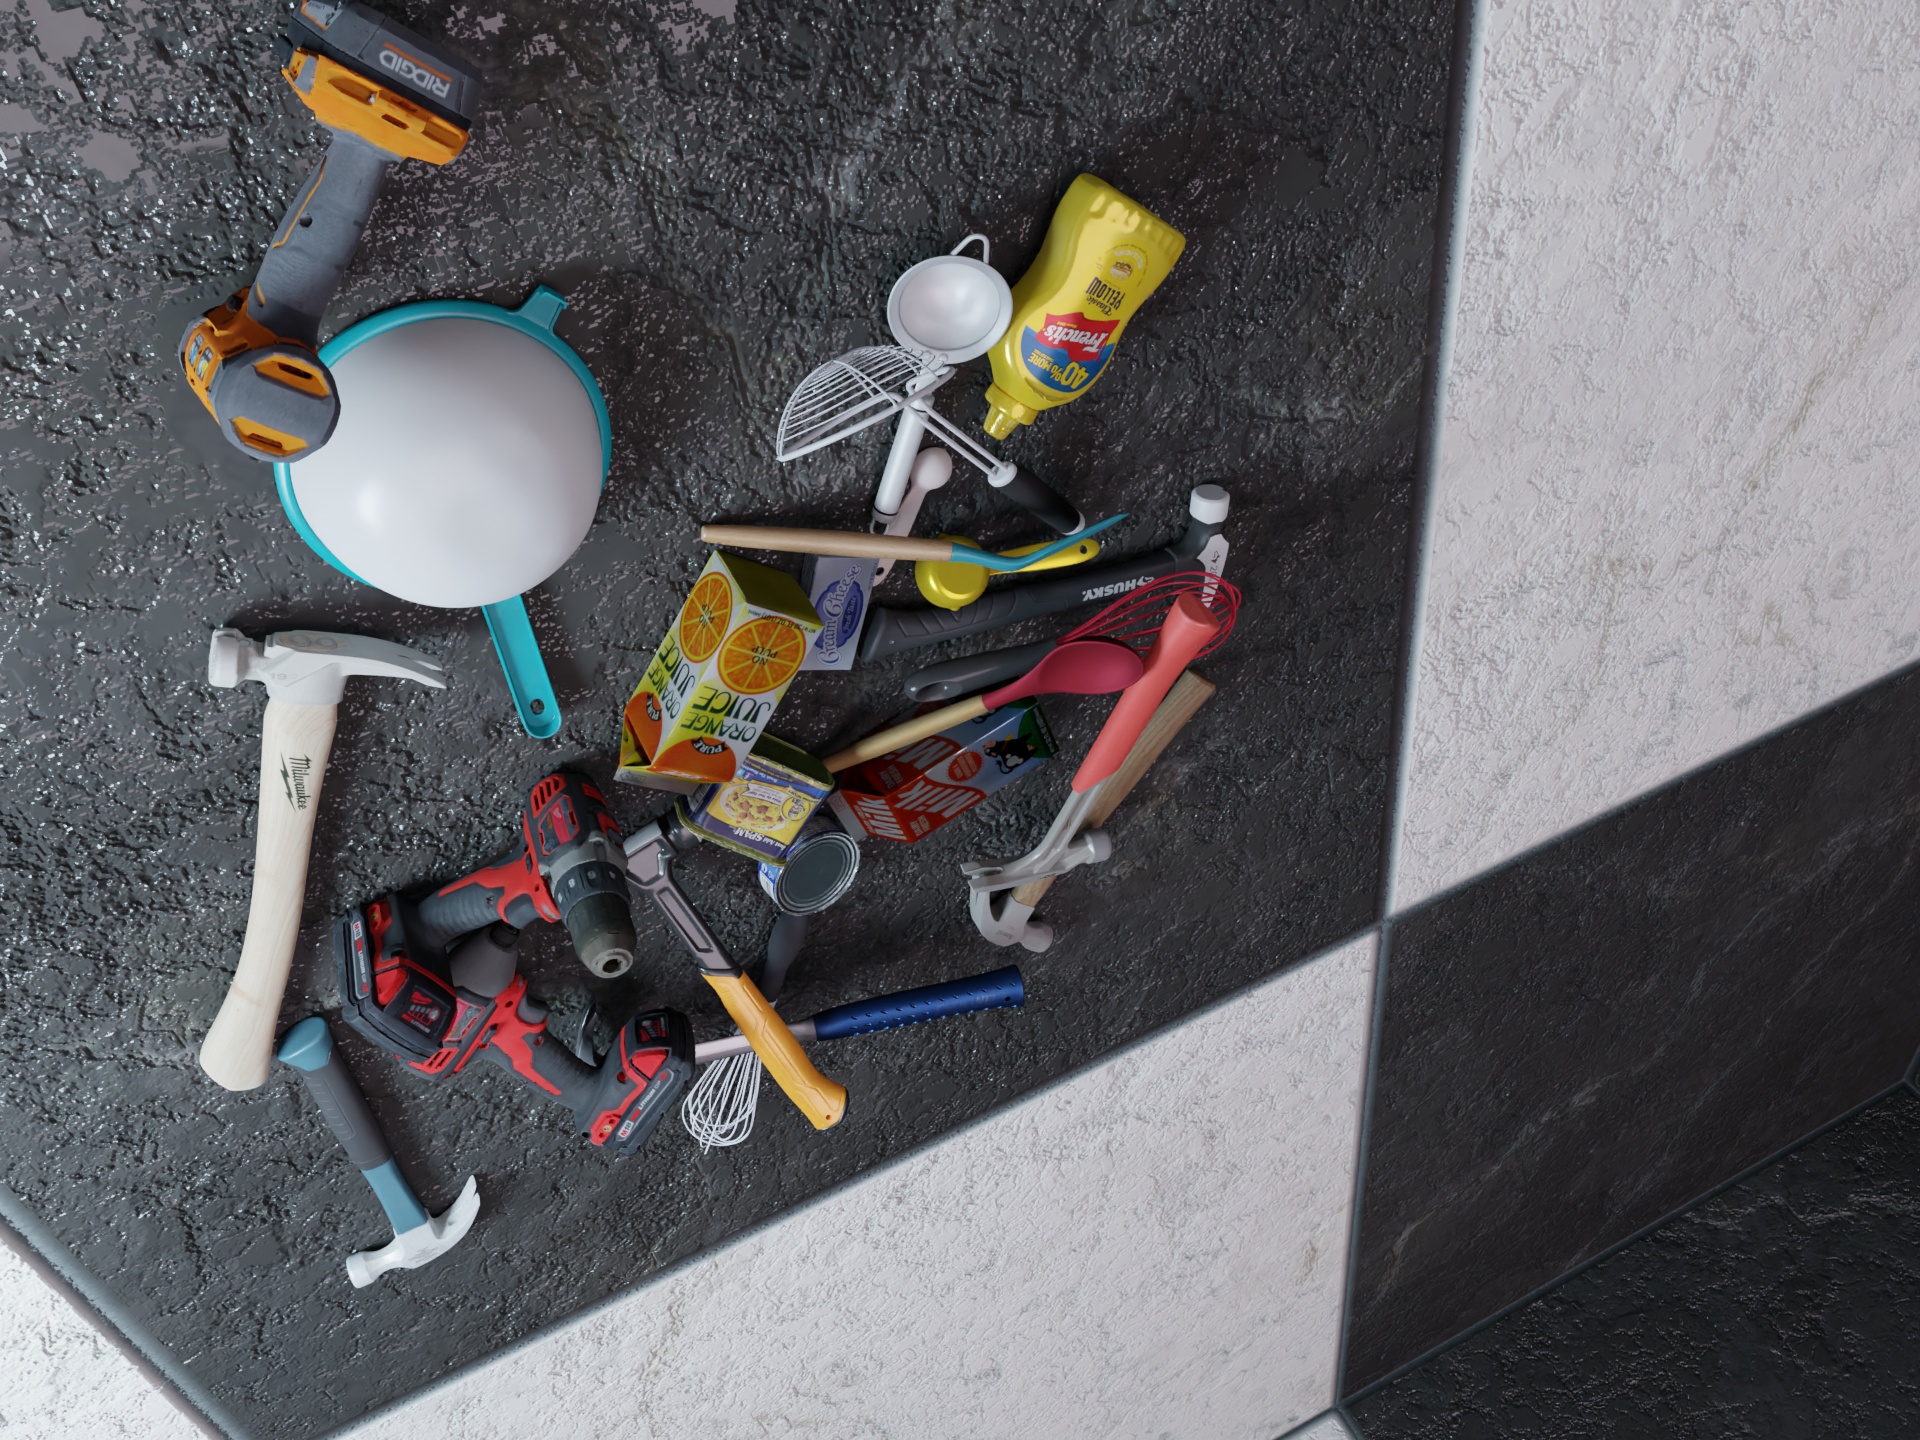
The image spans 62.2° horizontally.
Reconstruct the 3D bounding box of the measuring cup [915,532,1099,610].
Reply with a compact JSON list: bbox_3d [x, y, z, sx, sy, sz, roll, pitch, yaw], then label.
[{"bbox_3d":[0.042,-0.126,1.253,0.156,0.029,0.062,-11,95,-16],"label":"measuring cup"}]

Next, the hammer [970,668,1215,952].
[{"bbox_3d":[0.125,0.085,1.508,0.130,0.031,0.331,23,111,-42],"label":"hammer"}]

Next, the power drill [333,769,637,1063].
[{"bbox_3d":[-0.341,0.157,1.171,0.226,0.188,0.080,-34,136,3],"label":"power drill"}]

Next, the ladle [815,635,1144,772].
[{"bbox_3d":[-0.002,-0.004,1.278,0.315,0.031,0.069,-21,137,18],"label":"ladle"}]

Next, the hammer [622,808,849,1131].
[{"bbox_3d":[-0.198,0.233,1.351,0.127,0.034,0.336,-33,116,-3],"label":"hammer"}]

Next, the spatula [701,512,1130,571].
[{"bbox_3d":[-0.033,-0.138,1.186,0.317,0.082,0.044,2,85,-15],"label":"spatula"}]

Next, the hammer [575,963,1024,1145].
[{"bbox_3d":[-0.142,0.274,1.424,0.405,0.035,0.144,-10,116,-11],"label":"hammer"}]

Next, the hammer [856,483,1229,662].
[{"bbox_3d":[0.071,-0.098,1.319,0.334,0.035,0.146,-15,131,-21],"label":"hammer"}]

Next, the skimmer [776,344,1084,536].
[{"bbox_3d":[0.004,-0.171,1.129,0.127,0.090,0.363,-20,158,26],"label":"skimmer"}]

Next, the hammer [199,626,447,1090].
[{"bbox_3d":[-0.480,0.114,1.146,0.146,0.038,0.410,5,124,-28],"label":"hammer"}]

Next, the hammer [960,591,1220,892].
[{"bbox_3d":[0.119,0.027,1.341,0.149,0.037,0.358,-10,146,-29],"label":"hammer"}]

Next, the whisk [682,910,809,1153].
[{"bbox_3d":[-0.192,0.285,1.463,0.070,0.070,0.284,5,118,-35],"label":"whisk"}]

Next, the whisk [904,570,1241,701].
[{"bbox_3d":[0.095,-0.061,1.300,0.296,0.073,0.073,-15,133,-12],"label":"whisk"}]

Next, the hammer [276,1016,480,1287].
[{"bbox_3d":[-0.503,0.366,1.350,0.128,0.033,0.330,-20,134,-15],"label":"hammer"}]

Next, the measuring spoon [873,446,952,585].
[{"bbox_3d":[-0.040,-0.152,1.216,0.034,0.018,0.124,9,121,-37],"label":"measuring spoon"}]

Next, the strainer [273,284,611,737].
[{"bbox_3d":[-0.306,-0.099,1.039,0.211,0.095,0.340,-21,133,-16],"label":"strainer"}]

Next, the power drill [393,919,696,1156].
[{"bbox_3d":[-0.334,0.256,1.301,0.219,0.079,0.143,30,103,-23],"label":"power drill"}]

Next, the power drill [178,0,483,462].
[{"bbox_3d":[-0.349,-0.263,0.850,0.084,0.164,0.226,19,101,-41],"label":"power drill"}]

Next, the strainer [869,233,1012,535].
[{"bbox_3d":[-0.028,-0.238,1.138,0.086,0.050,0.258,9,128,-16],"label":"strainer"}]
